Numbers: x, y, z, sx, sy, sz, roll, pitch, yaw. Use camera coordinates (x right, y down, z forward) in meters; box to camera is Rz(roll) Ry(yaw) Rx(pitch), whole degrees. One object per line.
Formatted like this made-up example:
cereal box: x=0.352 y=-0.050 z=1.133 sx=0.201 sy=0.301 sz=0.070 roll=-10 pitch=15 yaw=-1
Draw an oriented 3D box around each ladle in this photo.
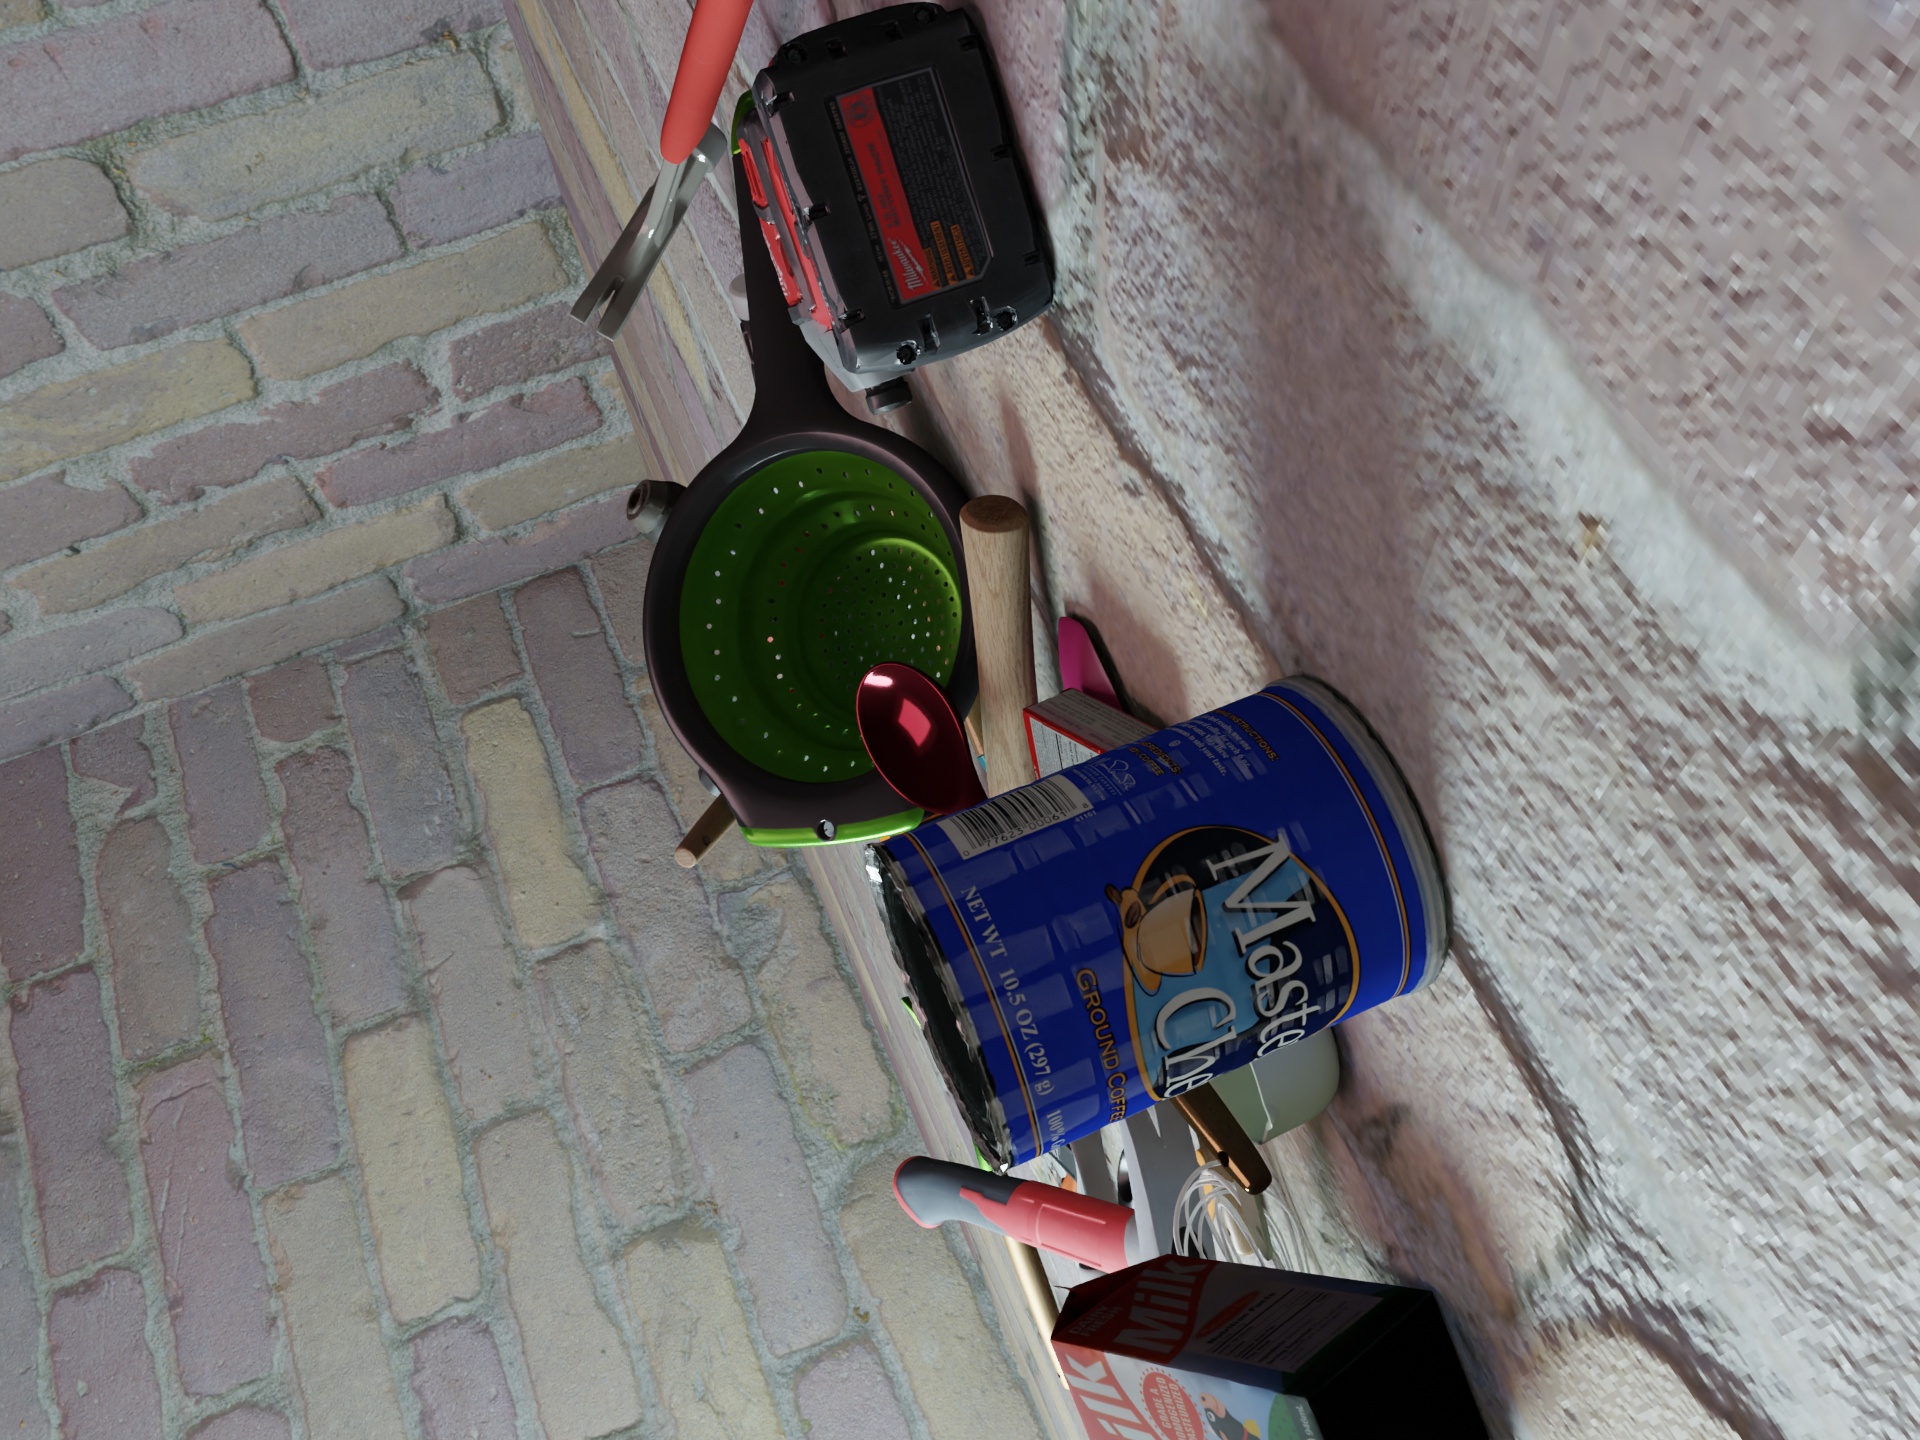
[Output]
ladle: x=0.035 y=0.075 z=0.671 sx=0.316 sy=0.031 sz=0.069 roll=51 pitch=139 yaw=43

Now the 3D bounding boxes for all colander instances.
colander: x=-0.068 y=-0.134 z=0.851 sx=0.094 sy=0.204 sz=0.397 roll=0 pitch=-97 yaw=-65

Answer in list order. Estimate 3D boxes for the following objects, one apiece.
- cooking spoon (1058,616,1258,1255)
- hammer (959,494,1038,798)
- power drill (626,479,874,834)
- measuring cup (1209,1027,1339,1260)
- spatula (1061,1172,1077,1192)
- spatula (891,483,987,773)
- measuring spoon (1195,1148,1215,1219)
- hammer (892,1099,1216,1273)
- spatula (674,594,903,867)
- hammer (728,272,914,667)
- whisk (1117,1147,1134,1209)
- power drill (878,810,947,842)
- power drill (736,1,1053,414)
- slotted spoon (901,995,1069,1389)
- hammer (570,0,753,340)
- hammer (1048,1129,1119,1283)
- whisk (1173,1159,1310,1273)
cooking spoon: x=0.091 y=0.104 z=0.718 sx=0.069 sy=0.017 sz=0.318 roll=-146 pitch=37 yaw=-72
hammer: x=0.029 y=0.049 z=0.764 sx=0.130 sy=0.031 sz=0.331 roll=46 pitch=148 yaw=50
power drill: x=-0.130 y=-0.053 z=1.041 sx=0.187 sy=0.080 sz=0.227 roll=24 pitch=-141 yaw=-36
measuring cup: x=0.120 y=0.150 z=0.614 sx=0.083 sy=0.038 sz=0.167 roll=-126 pitch=16 yaw=-54
spatula: x=0.087 y=0.273 z=1.063 sx=0.081 sy=0.041 sz=0.322 roll=-120 pitch=18 yaw=-44
spatula: x=-0.001 y=-0.003 z=0.909 sx=0.317 sy=0.044 sz=0.082 roll=70 pitch=161 yaw=2
measuring spoon: x=0.127 y=0.260 z=0.855 sx=0.116 sy=0.011 sz=0.021 roll=82 pitch=163 yaw=-51
hammer: x=0.034 y=0.262 z=0.900 sx=0.386 sy=0.038 sz=0.143 roll=155 pitch=106 yaw=-67
spatula: x=-0.089 y=0.000 z=0.938 sx=0.059 sy=0.018 sz=0.316 roll=62 pitch=-150 yaw=-16
hammer: x=-0.089 y=-0.142 z=1.031 sx=0.146 sy=0.035 sz=0.335 roll=81 pitch=169 yaw=-49
whisk: x=0.112 y=0.360 z=1.018 sx=0.073 sy=0.073 sz=0.295 roll=-122 pitch=22 yaw=-46
power drill: x=-0.017 y=0.085 z=1.071 sx=0.227 sy=0.084 sz=0.164 roll=-131 pitch=23 yaw=-72
power drill: x=-0.037 y=-0.194 z=0.641 sx=0.220 sy=0.078 sz=0.143 roll=-139 pitch=29 yaw=-74
slotted spoon: x=0.028 y=0.314 z=1.051 sx=0.070 sy=0.031 sz=0.313 roll=25 pitch=136 yaw=68
hammer: x=-0.141 y=-0.315 z=0.819 sx=0.036 sy=0.149 sz=0.359 roll=29 pitch=168 yaw=-13
hammer: x=0.043 y=0.264 z=1.081 sx=0.409 sy=0.036 sz=0.149 roll=163 pitch=94 yaw=-80
whisk: x=0.161 y=0.306 z=0.693 sx=0.246 sy=0.059 sz=0.058 roll=63 pitch=152 yaw=3
